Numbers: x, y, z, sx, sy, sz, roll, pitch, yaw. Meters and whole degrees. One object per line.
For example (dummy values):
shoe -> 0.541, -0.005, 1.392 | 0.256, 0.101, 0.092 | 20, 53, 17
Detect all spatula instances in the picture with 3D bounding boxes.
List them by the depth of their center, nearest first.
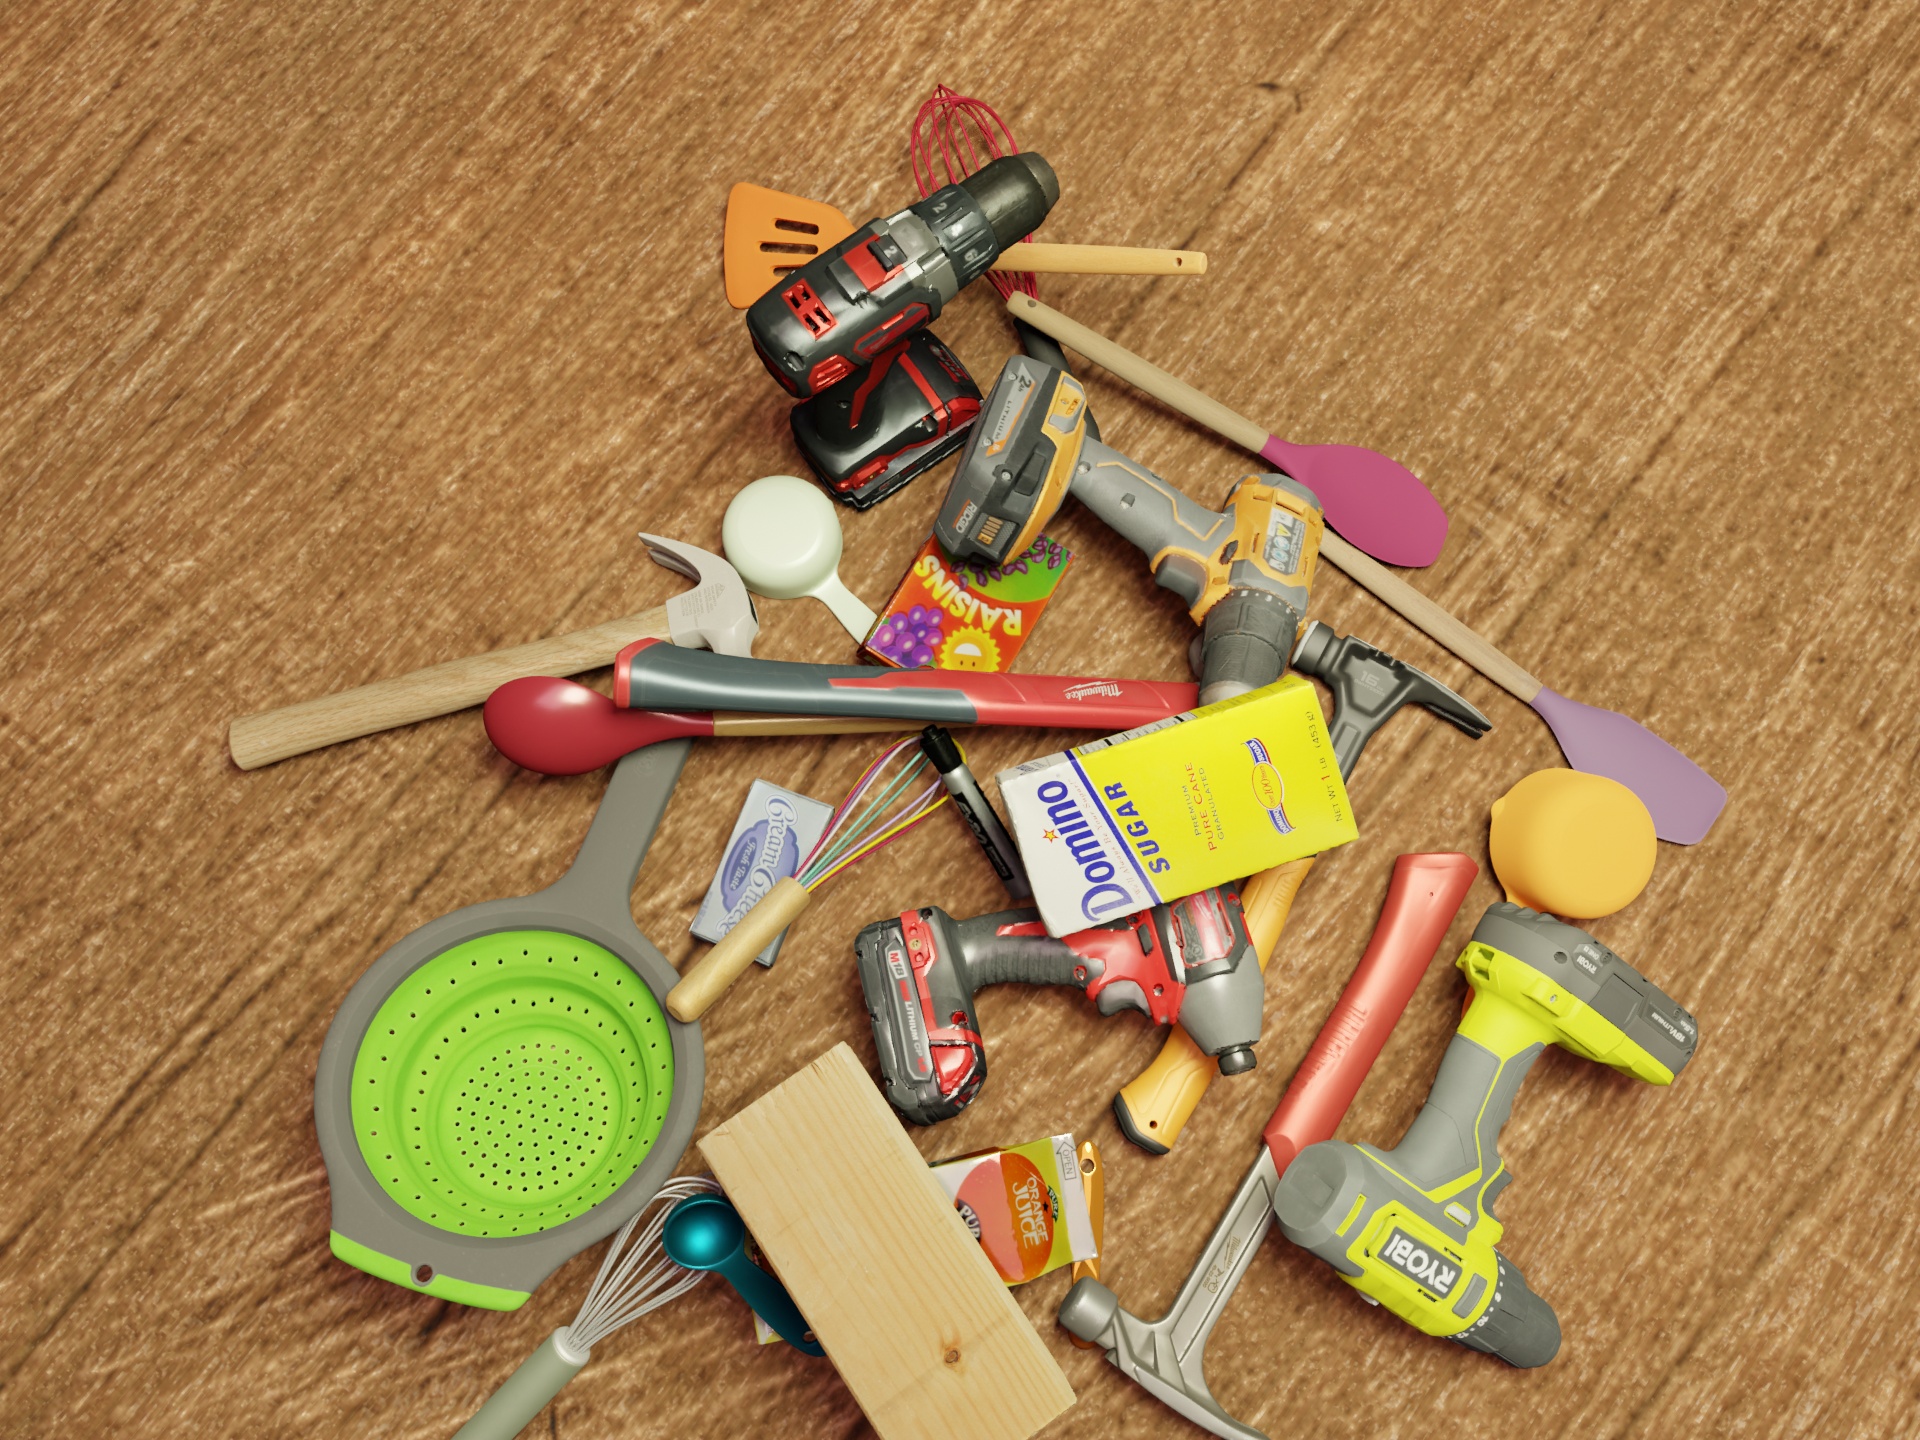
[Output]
spatula -> 0.338, -0.030, 0.998 | 0.316, 0.018, 0.060 | 38, 78, 7
spatula -> -0.004, -0.293, 1.000 | 0.323, 0.041, 0.081 | 10, 103, 25

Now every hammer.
hammer -> -0.001, -0.003, 0.909 | 0.386, 0.038, 0.143 | 2, 46, -13
hammer -> 0.211, 0.235, 0.926 | 0.149, 0.036, 0.359 | 33, 78, 1
hammer -> 0.193, 0.109, 0.958 | 0.127, 0.034, 0.337 | 29, 79, 7
hammer -> -0.287, -0.030, 0.977 | 0.331, 0.031, 0.130 | -15, 58, 2

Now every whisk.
whisk -> -0.208, 0.337, 0.872 | 0.057, 0.059, 0.246 | 39, 101, -20
whisk -> -0.078, 0.085, 0.923 | 0.047, 0.051, 0.245 | 46, 59, -3
whisk -> 0.037, -0.281, 1.035 | 0.073, 0.073, 0.296 | -21, 84, -5

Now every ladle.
ladle -> -0.119, 0.001, 0.934 | 0.315, 0.069, 0.031 | -2, 35, -9

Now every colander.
colander -> -0.223, 0.143, 0.932 | 0.204, 0.094, 0.397 | 17, 60, 2

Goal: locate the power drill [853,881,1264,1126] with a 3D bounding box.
power drill -> 0.061, 0.153, 0.907 | 0.219, 0.078, 0.143 | -16, 69, 2

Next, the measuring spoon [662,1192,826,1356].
measuring spoon -> -0.109, 0.290, 0.833 | 0.042, 0.021, 0.128 | -36, 114, 1

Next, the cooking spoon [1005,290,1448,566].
cooking spoon -> 0.170, -0.188, 1.009 | 0.319, 0.017, 0.069 | 29, 72, -5

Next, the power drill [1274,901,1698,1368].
power drill -> 0.304, 0.236, 0.885 | 0.190, 0.080, 0.228 | 36, 85, -17

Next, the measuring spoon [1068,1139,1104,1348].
measuring spoon -> 0.073, 0.304, 0.925 | 0.021, 0.011, 0.117 | 2, 77, 0

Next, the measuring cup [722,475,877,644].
measuring cup -> -0.083, -0.086, 0.998 | 0.083, 0.038, 0.168 | -43, 80, -9

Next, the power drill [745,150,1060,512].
power drill -> -0.028, -0.228, 0.934 | 0.188, 0.226, 0.080 | -36, 80, -7

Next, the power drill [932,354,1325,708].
power drill -> 0.102, -0.099, 0.935 | 0.226, 0.084, 0.185 | 24, 53, -7

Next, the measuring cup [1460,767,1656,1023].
measuring cup -> 0.348, 0.111, 0.940 | 0.095, 0.052, 0.173 | 28, 85, -13
